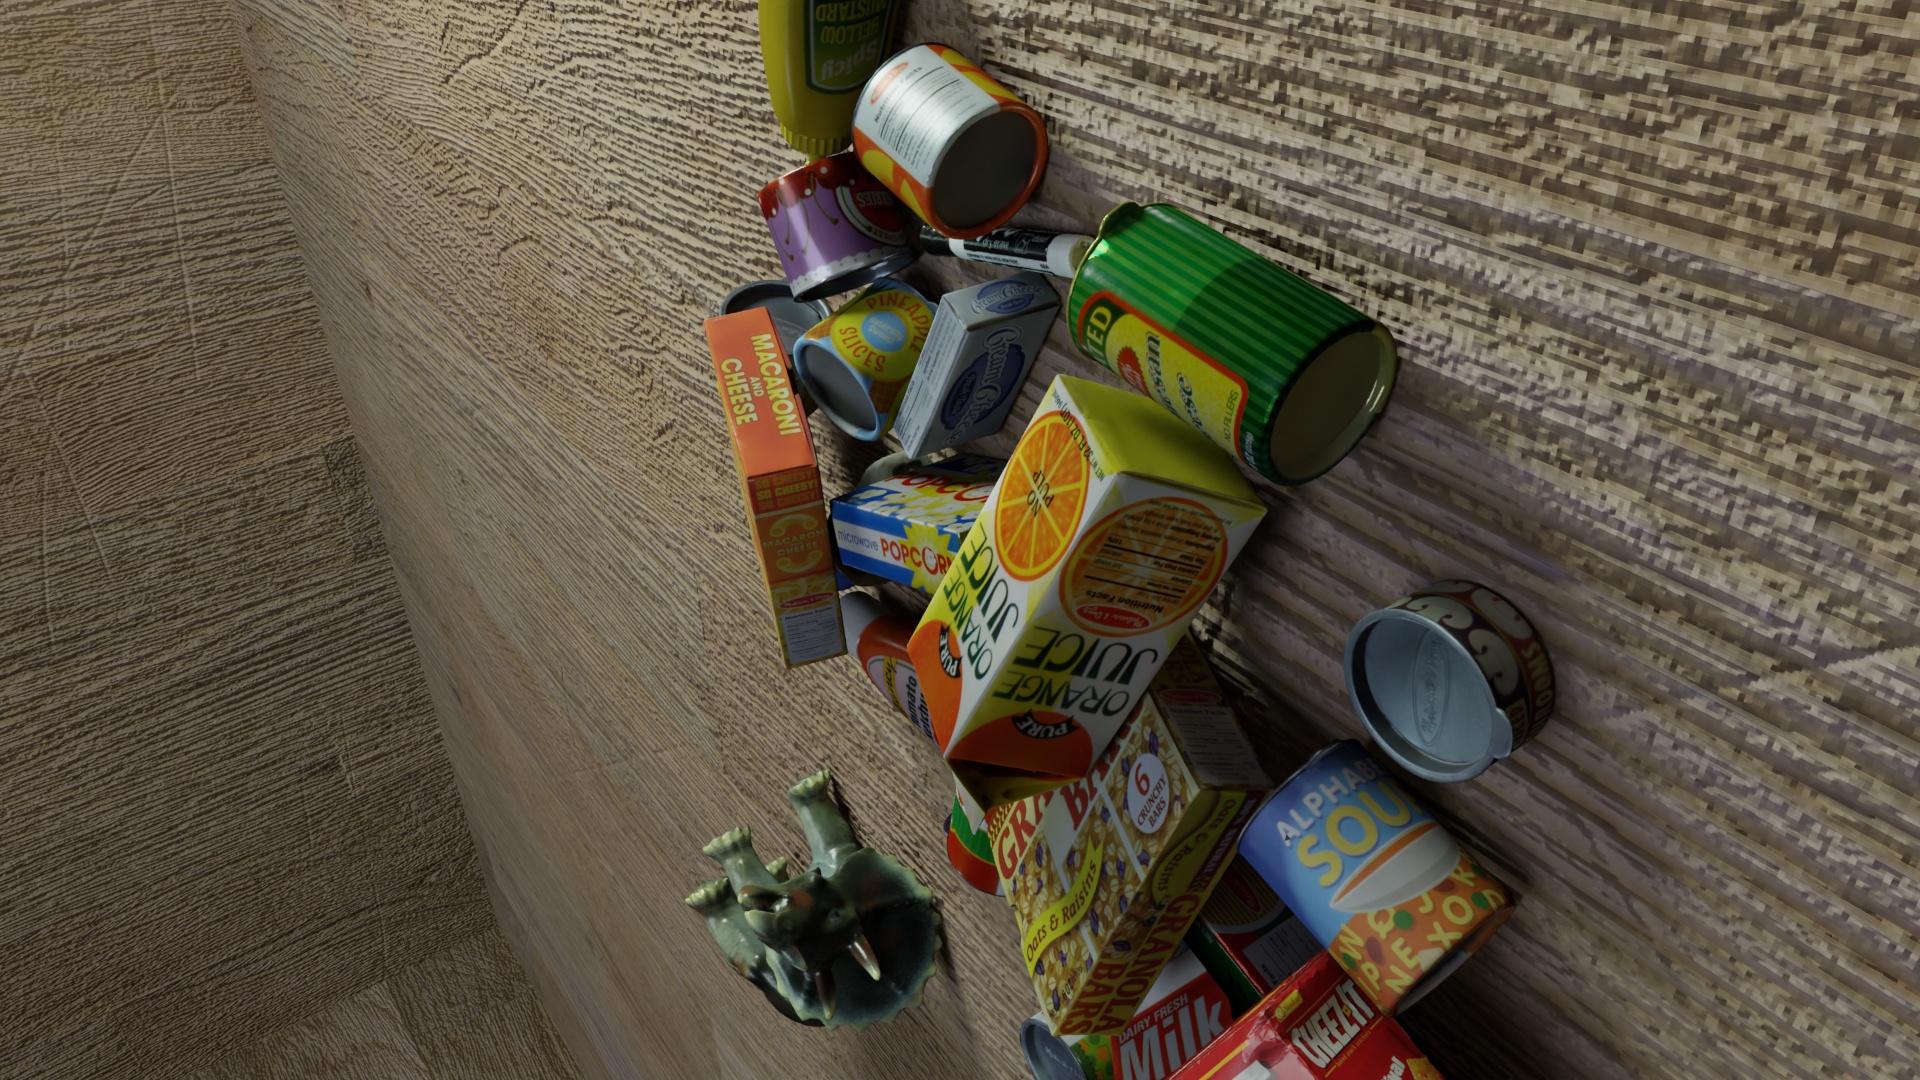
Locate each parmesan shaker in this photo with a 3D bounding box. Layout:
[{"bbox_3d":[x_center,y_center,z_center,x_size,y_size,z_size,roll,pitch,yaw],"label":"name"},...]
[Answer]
[{"bbox_3d":[0.095,-0.073,0.501,0.103,0.071,0.071,42,142,38],"label":"parmesan shaker"}]

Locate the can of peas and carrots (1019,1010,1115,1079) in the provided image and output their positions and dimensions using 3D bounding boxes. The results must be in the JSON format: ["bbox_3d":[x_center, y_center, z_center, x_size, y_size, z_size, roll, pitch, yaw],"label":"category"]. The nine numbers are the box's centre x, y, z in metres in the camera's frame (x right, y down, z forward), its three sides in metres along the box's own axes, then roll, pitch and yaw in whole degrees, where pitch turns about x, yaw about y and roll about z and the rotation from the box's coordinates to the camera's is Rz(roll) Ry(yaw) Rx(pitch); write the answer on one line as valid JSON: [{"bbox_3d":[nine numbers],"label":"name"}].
[{"bbox_3d":[0.077,0.291,0.793,0.071,0.059,0.070,39,141,41],"label":"can of peas and carrots"}]

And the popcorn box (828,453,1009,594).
[{"bbox_3d":[0.002,-0.009,0.685,0.127,0.085,0.038,15,120,55],"label":"popcorn box"}]

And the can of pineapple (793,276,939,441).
[{"bbox_3d":[-0.043,-0.093,0.714,0.071,0.058,0.070,38,154,22],"label":"can of pineapple"}]

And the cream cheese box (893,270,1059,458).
[{"bbox_3d":[0.006,-0.082,0.663,0.024,0.053,0.103,58,149,21],"label":"cream cheese box"}]

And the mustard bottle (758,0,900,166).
[{"bbox_3d":[-0.065,-0.236,0.669,0.049,0.065,0.159,58,156,27],"label":"mustard bottle"}]

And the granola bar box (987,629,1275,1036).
[{"bbox_3d":[0.068,0.124,0.630,0.125,0.039,0.164,-111,35,-50],"label":"granola bar box"}]

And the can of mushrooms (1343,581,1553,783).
[{"bbox_3d":[0.174,0.051,0.492,0.071,0.033,0.070,37,138,43],"label":"can of mushrooms"}]

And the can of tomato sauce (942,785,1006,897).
[{"bbox_3d":[0.028,0.144,0.767,0.071,0.071,0.082,45,143,35],"label":"can of tomato sauce"}]

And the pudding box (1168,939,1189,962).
[{"bbox_3d":[0.100,0.229,0.742,0.049,0.030,0.083,8,116,58],"label":"pudding box"}]

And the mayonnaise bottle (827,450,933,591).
[{"bbox_3d":[-0.050,-0.003,0.823,0.147,0.041,0.065,-33,79,61],"label":"mayonnaise bottle"}]

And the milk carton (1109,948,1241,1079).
[{"bbox_3d":[0.141,0.282,0.634,0.072,0.073,0.191,-40,72,20],"label":"milk carton"}]

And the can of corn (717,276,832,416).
[{"bbox_3d":[-0.110,-0.113,0.826,0.071,0.071,0.058,51,147,28],"label":"can of corn"}]

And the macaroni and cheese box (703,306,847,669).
[{"bbox_3d":[-0.101,-0.027,0.774,0.165,0.040,0.124,88,164,-51],"label":"macaroni and cheese box"}]

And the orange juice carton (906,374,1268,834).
[{"bbox_3d":[0.038,0.034,0.582,0.191,0.073,0.072,-61,31,28],"label":"orange juice carton"}]

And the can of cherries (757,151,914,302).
[{"bbox_3d":[-0.062,-0.161,0.712,0.071,0.072,0.058,-15,96,61],"label":"can of cherries"}]

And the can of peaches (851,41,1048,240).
[{"bbox_3d":[-0.003,-0.173,0.606,0.058,0.071,0.070,47,145,32],"label":"can of peaches"}]

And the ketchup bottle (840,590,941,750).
[{"bbox_3d":[-0.027,0.077,0.838,0.149,0.044,0.064,35,138,45],"label":"ketchup bottle"}]

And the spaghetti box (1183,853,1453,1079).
[{"bbox_3d":[0.172,0.227,0.598,0.251,0.050,0.028,51,148,27],"label":"spaghetti box"}]

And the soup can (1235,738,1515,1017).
[{"bbox_3d":[0.159,0.128,0.535,0.084,0.071,0.071,48,145,30],"label":"soup can"}]
